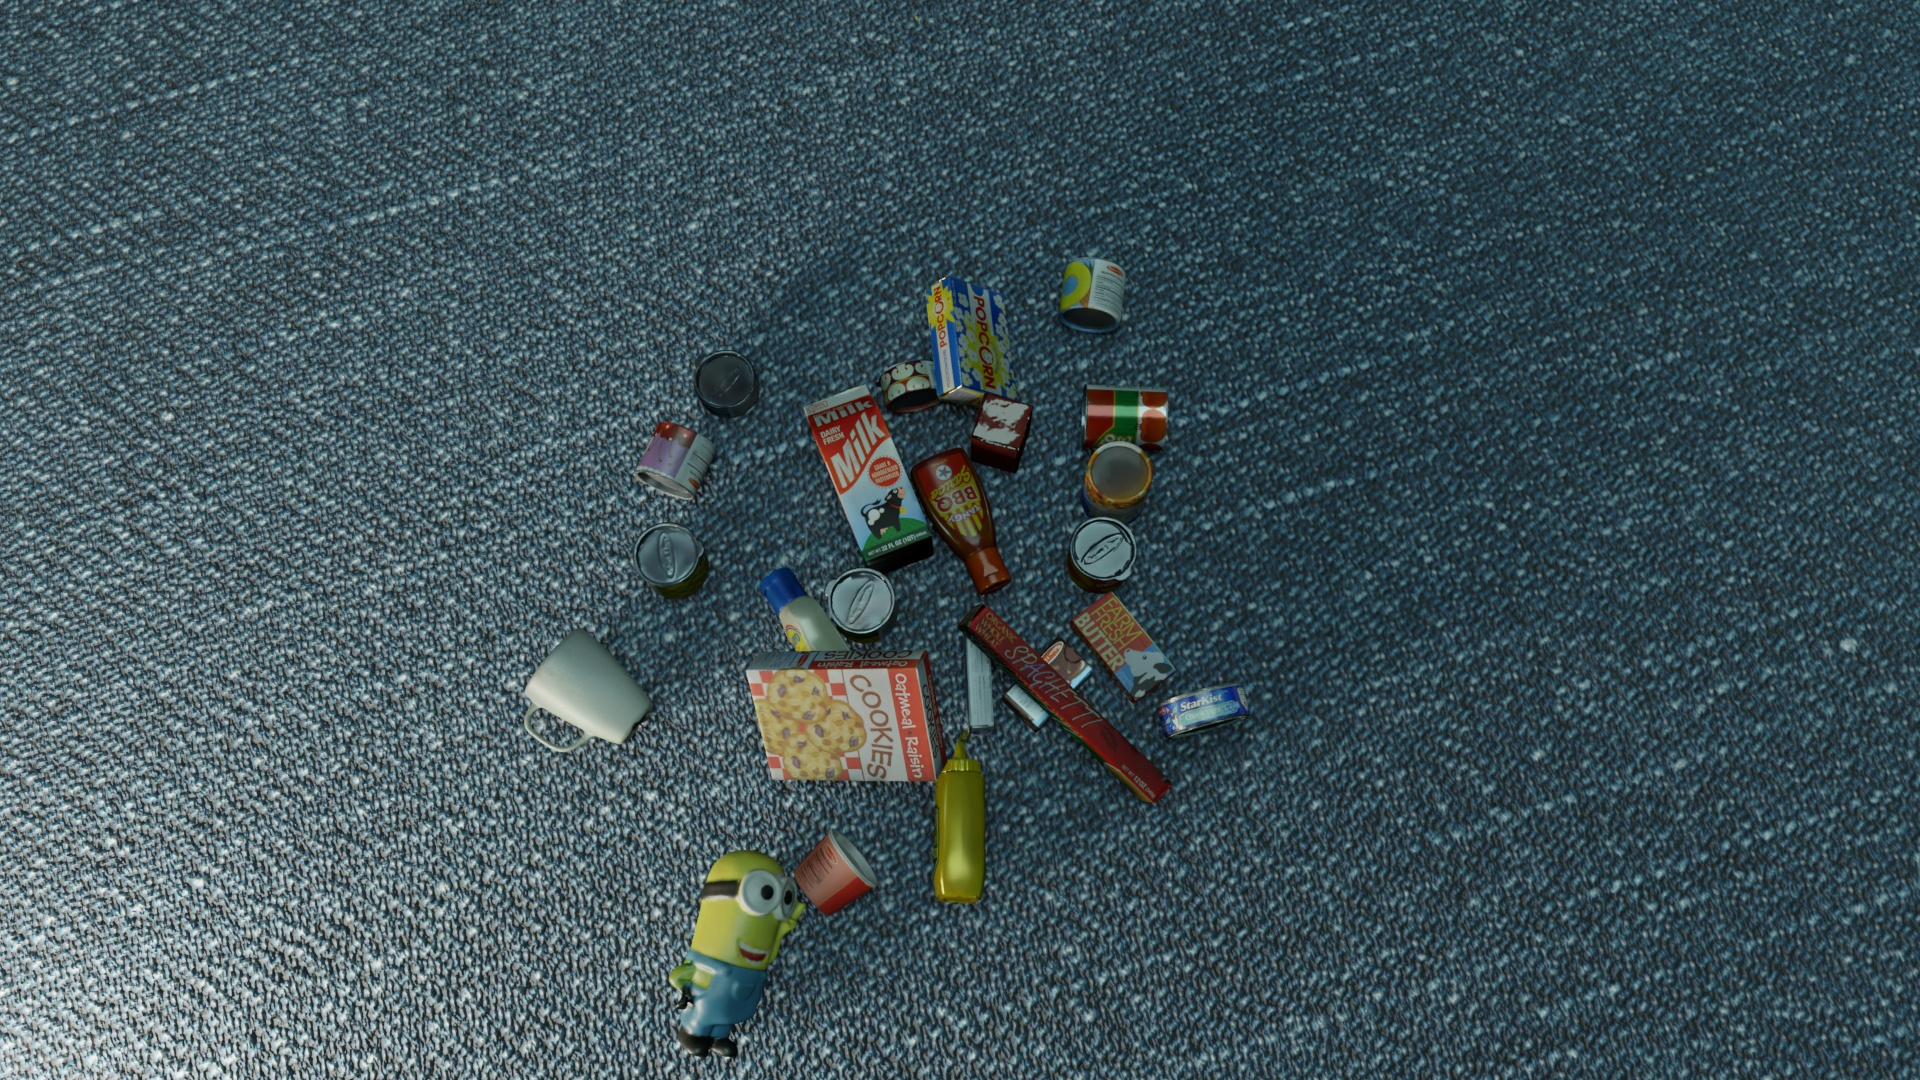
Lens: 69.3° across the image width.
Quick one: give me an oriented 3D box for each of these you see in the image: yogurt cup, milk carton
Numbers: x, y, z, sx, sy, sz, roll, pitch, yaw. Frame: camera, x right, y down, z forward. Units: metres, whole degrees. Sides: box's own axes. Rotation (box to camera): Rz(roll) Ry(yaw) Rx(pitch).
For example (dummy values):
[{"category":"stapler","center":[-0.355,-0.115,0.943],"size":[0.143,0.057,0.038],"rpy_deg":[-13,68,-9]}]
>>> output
[{"category":"yogurt cup","center":[-0.119,0.313,1.300],"size":[0.054,0.072,0.072],"rpy_deg":[-40,77,-2]},{"category":"milk carton","center":[-0.095,-0.066,1.407],"size":[0.072,0.073,0.191],"rpy_deg":[-21,74,-5]}]

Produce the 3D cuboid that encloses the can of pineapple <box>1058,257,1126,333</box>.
[{"category":"can of pineapple","center":[0.138,-0.258,1.468],"size":[0.071,0.071,0.058],"rpy_deg":[8,74,3]}]

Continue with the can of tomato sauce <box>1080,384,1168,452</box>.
[{"category":"can of tomato sauce","center":[0.167,-0.124,1.426],"size":[0.083,0.071,0.071],"rpy_deg":[2,74,1]}]

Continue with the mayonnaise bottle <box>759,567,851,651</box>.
[{"category":"mayonnaise bottle","center":[-0.145,0.094,1.367],"size":[0.041,0.064,0.148],"rpy_deg":[-27,70,-26]}]

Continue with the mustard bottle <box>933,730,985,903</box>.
[{"category":"mustard bottle","center":[-0.001,0.260,1.317],"size":[0.049,0.065,0.161],"rpy_deg":[2,66,-4]}]

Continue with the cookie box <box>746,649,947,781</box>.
[{"category":"cookie box","center":[-0.105,0.164,1.302],"size":[0.167,0.040,0.122],"rpy_deg":[-2,114,15]}]

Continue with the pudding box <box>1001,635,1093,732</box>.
[{"category":"pudding box","center":[0.086,0.142,1.365],"size":[0.050,0.030,0.084],"rpy_deg":[42,78,13]}]

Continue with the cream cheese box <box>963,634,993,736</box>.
[{"category":"cream cheese box","center":[0.017,0.136,1.356],"size":[0.024,0.053,0.104],"rpy_deg":[-2,74,-2]}]

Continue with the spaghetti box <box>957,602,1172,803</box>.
[{"category":"spaghetti box","center":[0.097,0.155,1.319],"size":[0.250,0.050,0.029],"rpy_deg":[44,78,-3]}]

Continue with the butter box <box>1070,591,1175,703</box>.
[{"category":"butter box","center":[0.161,0.106,1.378],"size":[0.053,0.024,0.103],"rpy_deg":[-36,77,-10]}]

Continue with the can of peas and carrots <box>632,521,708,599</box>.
[{"category":"can of peas and carrots","center":[-0.287,0.020,1.392],"size":[0.071,0.058,0.071],"rpy_deg":[0,74,0]}]

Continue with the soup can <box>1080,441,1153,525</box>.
[{"category":"soup can","center":[0.157,-0.053,1.395],"size":[0.071,0.083,0.071],"rpy_deg":[0,74,1]}]

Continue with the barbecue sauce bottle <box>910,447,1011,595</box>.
[{"category":"barbecue sauce bottle","center":[0.005,-0.018,1.407],"size":[0.065,0.043,0.149],"rpy_deg":[-23,75,-7]}]

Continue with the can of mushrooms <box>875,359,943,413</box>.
[{"category":"can of mushrooms","center":[-0.051,-0.158,1.439],"size":[0.071,0.071,0.033],"rpy_deg":[-13,75,-3]}]

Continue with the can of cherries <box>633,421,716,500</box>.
[{"category":"can of cherries","center":[-0.293,-0.082,1.419],"size":[0.071,0.071,0.058],"rpy_deg":[20,75,6]}]

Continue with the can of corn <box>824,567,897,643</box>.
[{"category":"can of corn","center":[-0.098,0.064,1.376],"size":[0.071,0.058,0.071],"rpy_deg":[0,74,1]}]

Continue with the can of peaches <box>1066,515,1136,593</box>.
[{"category":"can of peaches","center":[0.141,0.017,1.388],"size":[0.071,0.058,0.071],"rpy_deg":[0,73,0]}]

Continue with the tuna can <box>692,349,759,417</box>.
[{"category":"tuna can","center":[-0.248,-0.165,1.460],"size":[0.071,0.032,0.071],"rpy_deg":[0,73,1]}]

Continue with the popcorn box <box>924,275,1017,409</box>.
[{"category":"popcorn box","center":[0.011,-0.202,1.441],"size":[0.038,0.085,0.127],"rpy_deg":[-22,68,41]}]
